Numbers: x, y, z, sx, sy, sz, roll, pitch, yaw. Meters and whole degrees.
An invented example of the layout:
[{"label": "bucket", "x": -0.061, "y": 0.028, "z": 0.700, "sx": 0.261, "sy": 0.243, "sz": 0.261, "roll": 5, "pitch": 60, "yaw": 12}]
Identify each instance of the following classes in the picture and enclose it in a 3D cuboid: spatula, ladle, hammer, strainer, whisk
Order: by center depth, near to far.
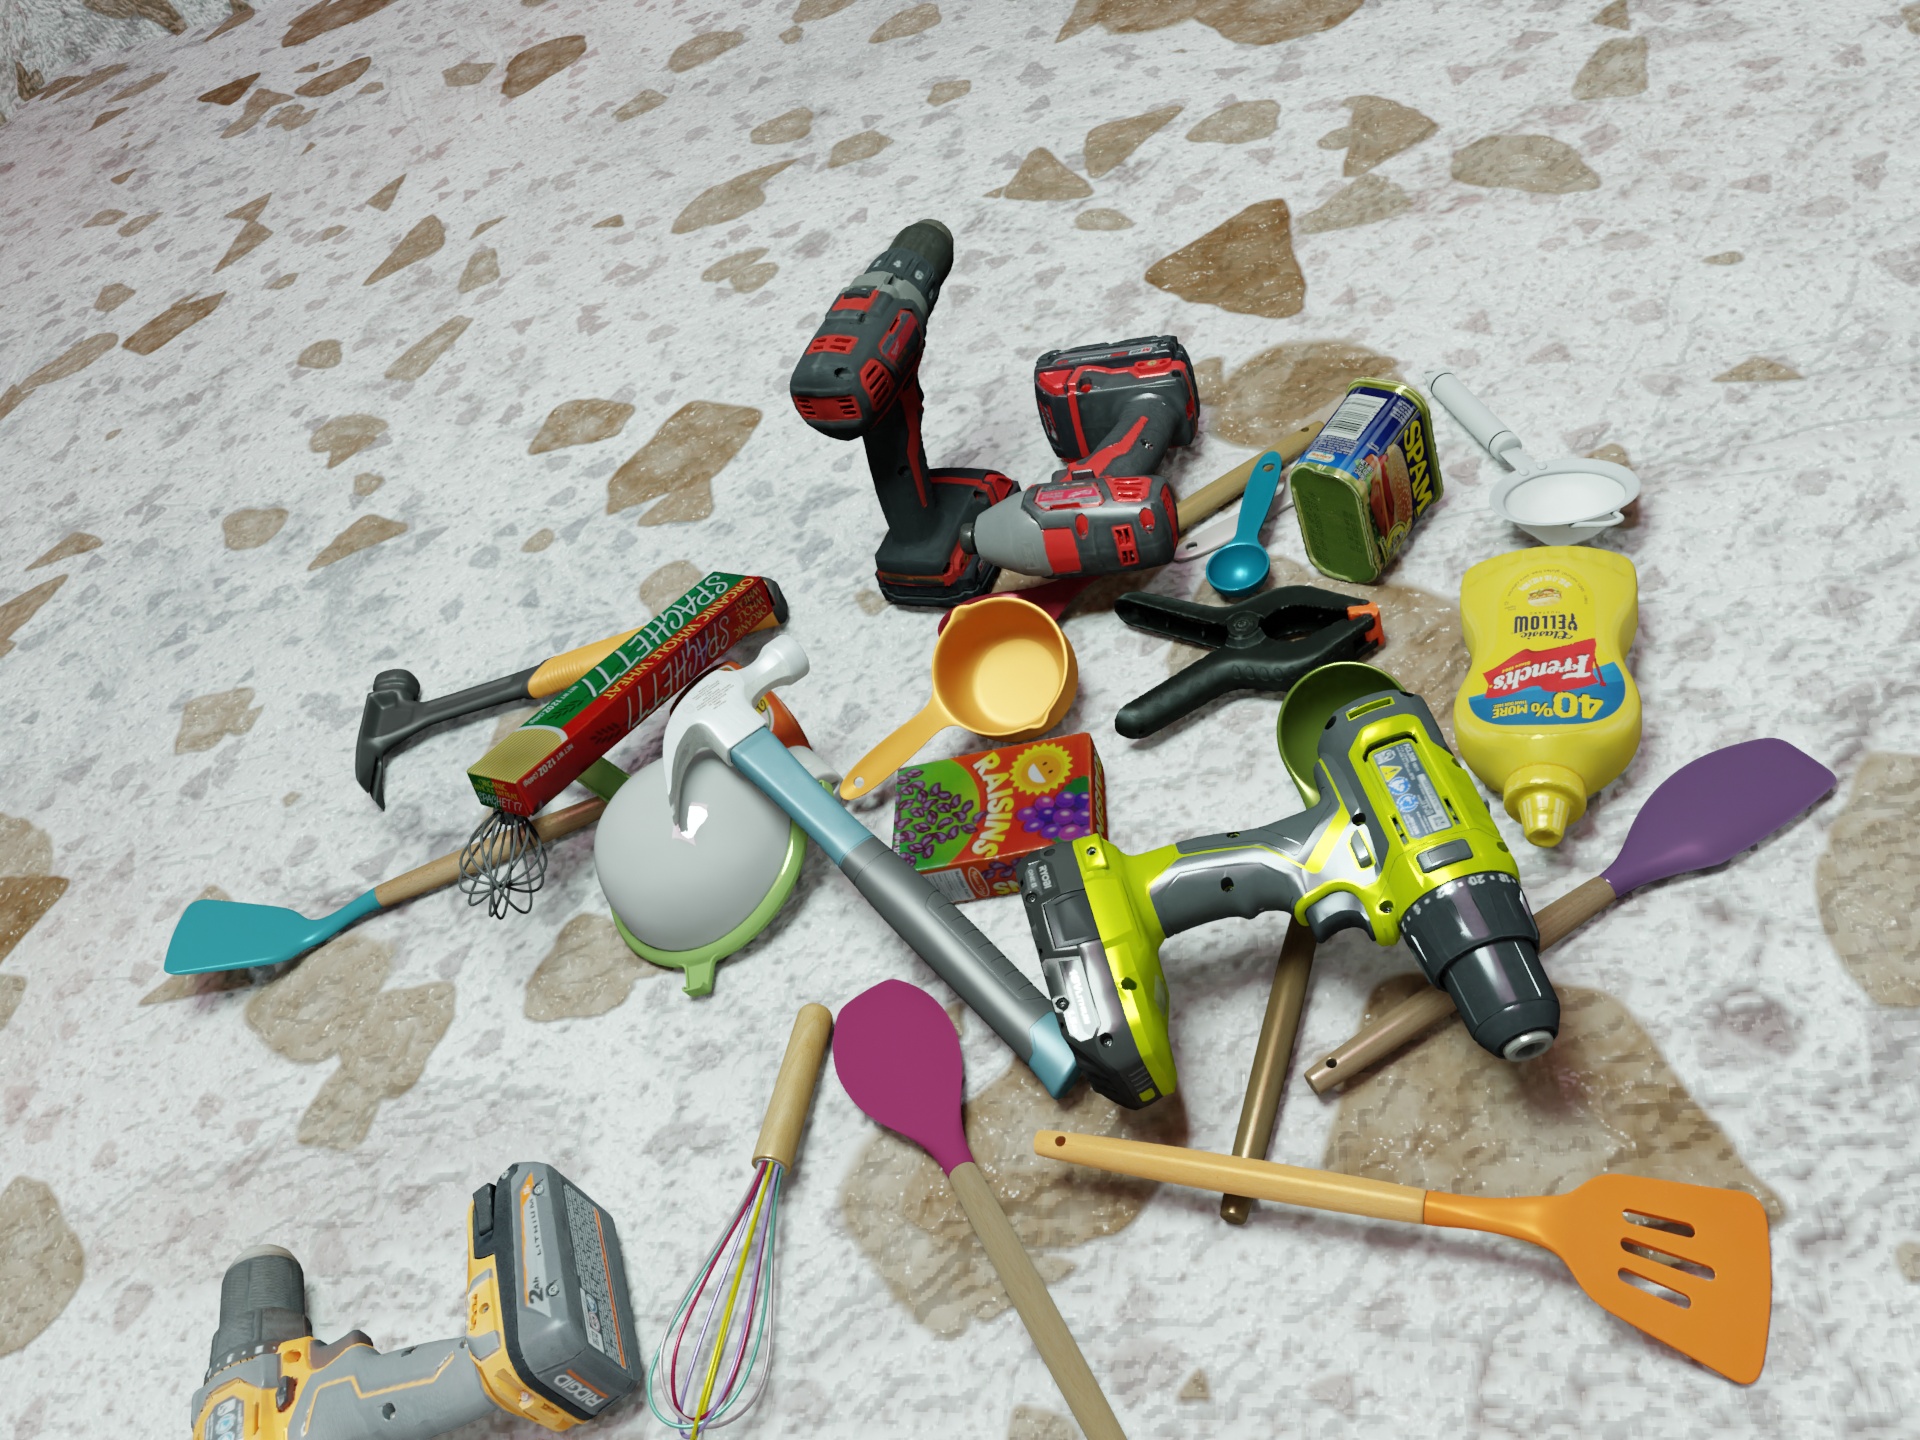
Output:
[{"label": "spatula", "x": 0.186, "y": 0.220, "z": 0.717, "sx": 0.323, "sy": 0.041, "sz": 0.081, "roll": 3, "pitch": 54, "yaw": 26}, {"label": "spatula", "x": 0.304, "y": 0.097, "z": 0.803, "sx": 0.316, "sy": 0.018, "sz": 0.060, "roll": -32, "pitch": 43, "yaw": -9}, {"label": "whisk", "x": -0.105, "y": 0.251, "z": 0.821, "sx": 0.051, "sy": 0.047, "sz": 0.245, "roll": -6, "pitch": 42, "yaw": 20}, {"label": "ladle", "x": 0.177, "y": 0.103, "z": 0.826, "sx": 0.078, "sy": 0.062, "sz": 0.320, "roll": 8, "pitch": 54, "yaw": 22}, {"label": "hammer", "x": -0.047, "y": 0.082, "z": 0.892, "sx": 0.128, "sy": 0.033, "sz": 0.331, "roll": -36, "pitch": 61, "yaw": -24}, {"label": "strainer", "x": -0.209, "y": 0.050, "z": 1.003, "sx": 0.257, "sy": 0.069, "sz": 0.151, "roll": 28, "pitch": 81, "yaw": 37}, {"label": "strainer", "x": 0.356, "y": -0.171, "z": 1.023, "sx": 0.087, "sy": 0.050, "sz": 0.259, "roll": -17, "pitch": 38, "yaw": 0}, {"label": "whisk", "x": -0.292, "y": 0.060, "z": 1.042, "sx": 0.055, "sy": 0.055, "sz": 0.239, "roll": -24, "pitch": 25, "yaw": 0}, {"label": "spatula", "x": -0.374, "y": 0.102, "z": 1.074, "sx": 0.317, "sy": 0.044, "sz": 0.082, "roll": -22, "pitch": 31, "yaw": 1}, {"label": "ladle", "x": 0.123, "y": -0.124, "z": 1.088, "sx": 0.315, "sy": 0.031, "sz": 0.069, "roll": -32, "pitch": 44, "yaw": -11}, {"label": "hammer", "x": -0.287, "y": -0.033, "z": 1.173, "sx": 0.337, "sy": 0.034, "sz": 0.127, "roll": -18, "pitch": 43, "yaw": 7}]

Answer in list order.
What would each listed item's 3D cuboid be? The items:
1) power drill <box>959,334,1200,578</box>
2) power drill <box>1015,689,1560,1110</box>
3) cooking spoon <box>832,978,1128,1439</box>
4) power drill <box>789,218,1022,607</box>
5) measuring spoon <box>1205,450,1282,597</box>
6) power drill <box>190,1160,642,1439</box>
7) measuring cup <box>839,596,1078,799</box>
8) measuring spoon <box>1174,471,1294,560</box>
[{"label": "power drill", "x": 0.086, "y": -0.175, "z": 1.089, "sx": 0.143, "sy": 0.078, "sz": 0.220, "roll": -4, "pitch": 38, "yaw": 20}, {"label": "power drill", "x": 0.157, "y": 0.102, "z": 0.771, "sx": 0.228, "sy": 0.080, "sz": 0.191, "roll": -21, "pitch": 52, "yaw": 7}, {"label": "cooking spoon", "x": 0.011, "y": 0.244, "z": 0.789, "sx": 0.069, "sy": 0.017, "sz": 0.319, "roll": -31, "pitch": 43, "yaw": -5}, {"label": "power drill", "x": -0.027, "y": -0.209, "z": 1.088, "sx": 0.080, "sy": 0.226, "sz": 0.188, "roll": 5, "pitch": 51, "yaw": 27}, {"label": "measuring spoon", "x": 0.196, "y": -0.128, "z": 1.059, "sx": 0.042, "sy": 0.021, "sz": 0.129, "roll": 4, "pitch": 54, "yaw": 27}, {"label": "power drill", "x": -0.288, "y": 0.314, "z": 0.813, "sx": 0.226, "sy": 0.084, "sz": 0.186, "roll": -29, "pitch": 42, "yaw": 1}, {"label": "measuring cup", "x": -0.002, "y": -0.003, "z": 1.007, "sx": 0.173, "sy": 0.052, "sz": 0.095, "roll": -39, "pitch": 72, "yaw": 9}, {"label": "measuring spoon", "x": 0.197, "y": -0.143, "z": 1.079, "sx": 0.124, "sy": 0.018, "sz": 0.034, "roll": -29, "pitch": 44, "yaw": -3}]
